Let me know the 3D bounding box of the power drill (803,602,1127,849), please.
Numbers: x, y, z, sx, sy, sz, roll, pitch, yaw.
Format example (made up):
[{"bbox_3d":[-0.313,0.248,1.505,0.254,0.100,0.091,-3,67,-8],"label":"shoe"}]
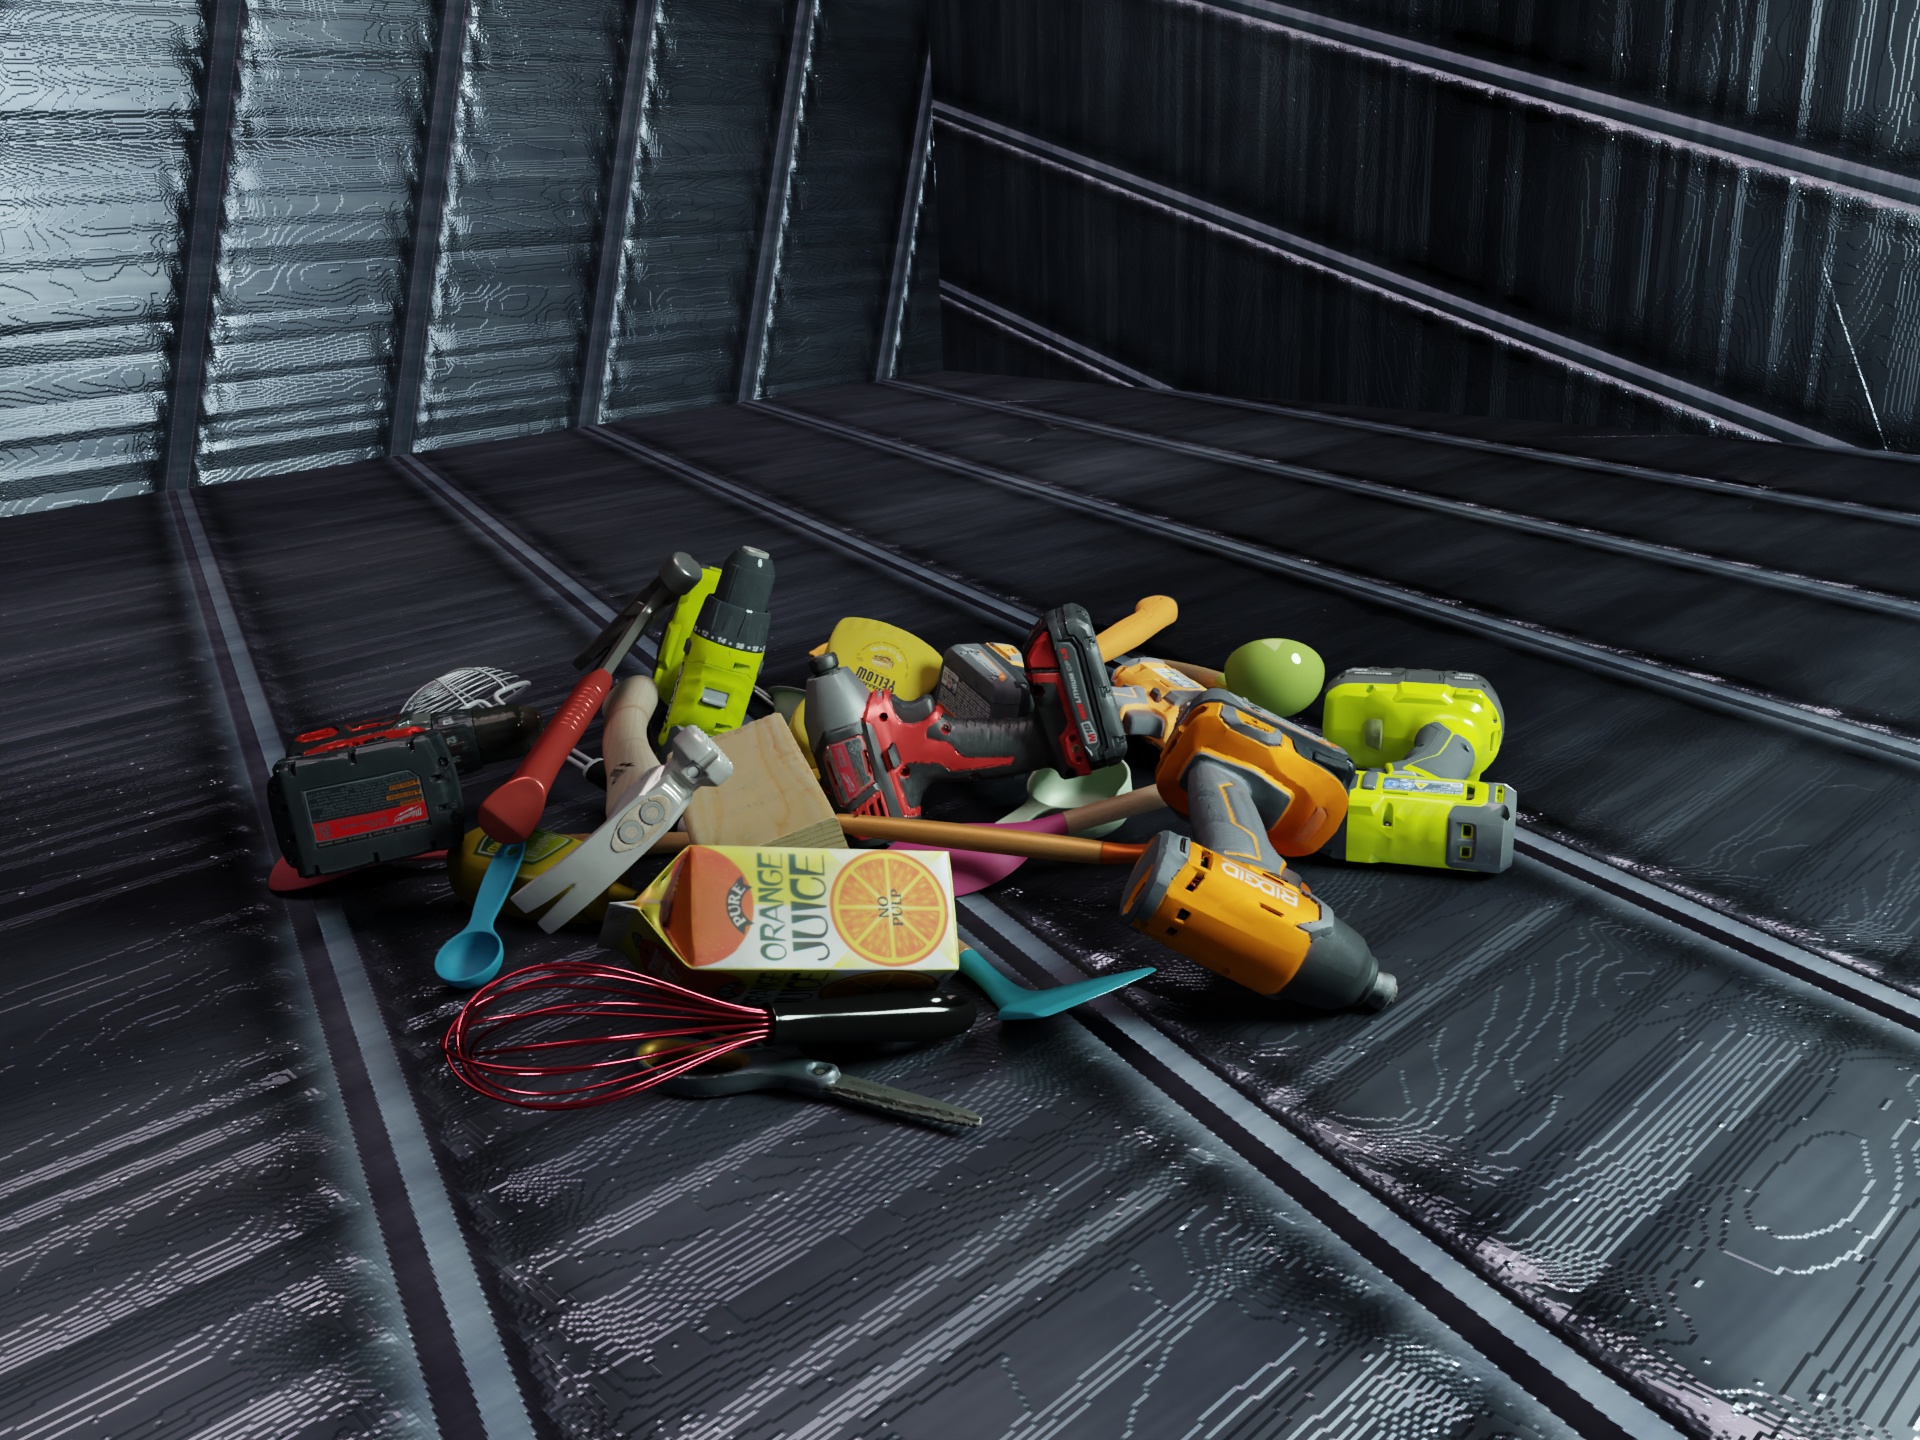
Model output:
[{"bbox_3d":[-0.002,-0.004,1.134,0.219,0.143,0.078,-17,9,7],"label":"power drill"}]

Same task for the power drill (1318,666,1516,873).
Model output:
[{"bbox_3d":[0.317,0.035,1.167,0.171,0.080,0.223,4,23,18],"label":"power drill"}]

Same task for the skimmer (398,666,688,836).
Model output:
[{"bbox_3d":[-0.330,0.041,1.292,0.363,0.090,0.127,25,40,34],"label":"skimmer"}]

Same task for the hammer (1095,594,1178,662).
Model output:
[{"bbox_3d":[0.140,-0.067,1.540,0.127,0.034,0.337,8,22,29],"label":"hammer"}]

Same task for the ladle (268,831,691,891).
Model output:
[{"bbox_3d":[-0.336,0.095,1.147,0.315,0.031,0.069,-2,20,-5],"label":"ladle"}]

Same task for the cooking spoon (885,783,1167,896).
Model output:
[{"bbox_3d":[0.097,0.064,1.104,0.319,0.017,0.069,-15,41,-6],"label":"cooking spoon"}]

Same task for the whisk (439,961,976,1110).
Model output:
[{"bbox_3d":[-0.118,0.158,0.824,0.295,0.073,0.073,3,14,-32],"label":"whisk"}]

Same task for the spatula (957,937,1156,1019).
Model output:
[{"bbox_3d":[-0.010,0.128,0.982,0.082,0.044,0.318,-16,22,-31],"label":"spatula"}]

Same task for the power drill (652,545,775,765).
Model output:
[{"bbox_3d":[-0.206,-0.063,1.346,0.080,0.190,0.229,16,9,-15],"label":"power drill"}]

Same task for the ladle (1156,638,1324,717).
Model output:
[{"bbox_3d":[0.220,-0.047,1.369,0.078,0.062,0.320,18,2,-13],"label":"ladle"}]

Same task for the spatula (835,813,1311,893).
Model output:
[{"bbox_3d":[0.070,0.093,1.053,0.322,0.041,0.081,6,23,14],"label":"spatula"}]

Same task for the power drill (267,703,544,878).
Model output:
[{"bbox_3d":[-0.394,0.035,1.144,0.188,0.080,0.227,-12,12,-14],"label":"power drill"}]

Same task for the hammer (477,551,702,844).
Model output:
[{"bbox_3d":[-0.287,-0.009,1.188,0.149,0.036,0.359,-42,16,23],"label":"hammer"}]

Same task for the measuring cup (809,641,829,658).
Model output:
[{"bbox_3d":[-0.088,-0.026,1.426,0.095,0.052,0.174,-3,21,-2],"label":"measuring cup"}]

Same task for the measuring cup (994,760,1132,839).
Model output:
[{"bbox_3d":[0.055,0.078,1.145,0.167,0.038,0.083,-32,34,-27],"label":"measuring cup"}]

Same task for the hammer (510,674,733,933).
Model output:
[{"bbox_3d":[-0.238,0.031,1.104,0.146,0.038,0.411,-43,16,-3],"label":"hammer"}]

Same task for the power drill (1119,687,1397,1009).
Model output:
[{"bbox_3d":[0.189,0.084,0.976,0.164,0.084,0.227,26,31,-2],"label":"power drill"}]

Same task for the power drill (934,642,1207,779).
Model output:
[{"bbox_3d":[0.114,0.001,1.258,0.226,0.084,0.185,2,20,-25],"label":"power drill"}]

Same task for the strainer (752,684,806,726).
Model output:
[{"bbox_3d":[-0.062,0.010,1.335,0.258,0.050,0.086,8,-22,13],"label":"strainer"}]

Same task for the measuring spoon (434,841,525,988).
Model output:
[{"bbox_3d":[-0.297,0.123,1.013,0.042,0.021,0.129,-4,39,9],"label":"measuring spoon"}]
